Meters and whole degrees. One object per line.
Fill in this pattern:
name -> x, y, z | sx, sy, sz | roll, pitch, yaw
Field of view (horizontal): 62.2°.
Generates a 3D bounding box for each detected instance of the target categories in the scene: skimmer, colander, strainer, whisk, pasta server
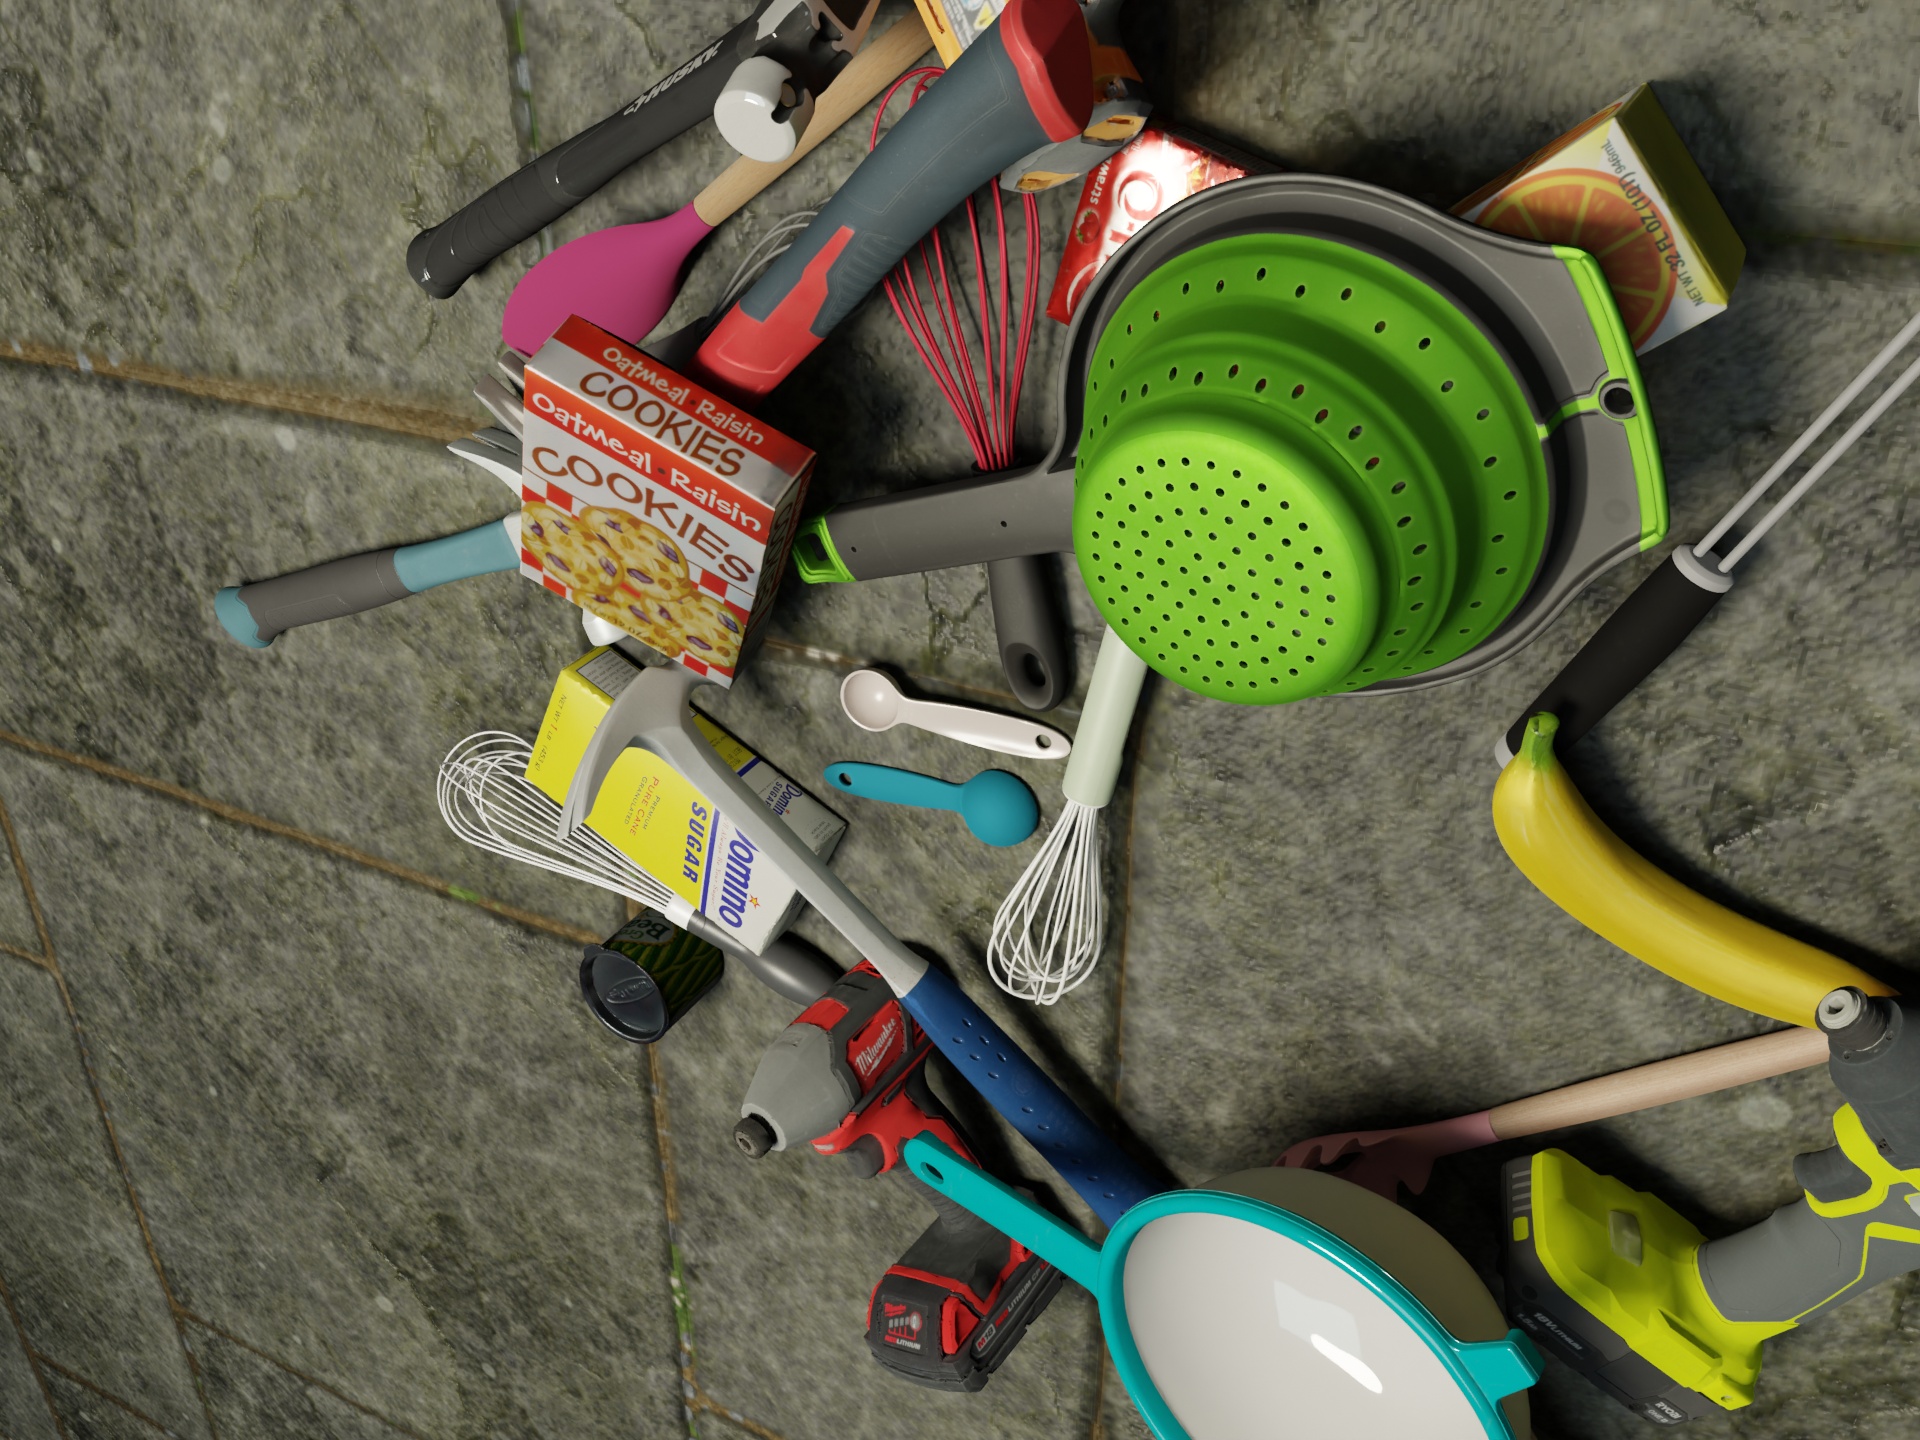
skimmer -> 0.306, -0.106, 0.551 | 0.127, 0.090, 0.363 | 40, 139, 12
colander -> 0.047, -0.069, 0.604 | 0.397, 0.094, 0.204 | -4, 122, 43
strainer -> 0.124, 0.262, 0.758 | 0.341, 0.095, 0.210 | 22, 127, 37
whisk -> 0.060, 0.042, 0.773 | 0.059, 0.058, 0.246 | 6, 121, -12
whisk -> 0.013, -0.131, 0.697 | 0.073, 0.073, 0.295 | 5, 124, 28
pasta server -> 0.270, 0.185, 0.725 | 0.316, 0.040, 0.060 | -29, 119, 37
whisk -> -0.120, -0.183, 0.754 | 0.239, 0.055, 0.055 | -16, 106, 41
whisk -> -0.190, 0.095, 0.942 | 0.284, 0.070, 0.070 | 30, 127, 8

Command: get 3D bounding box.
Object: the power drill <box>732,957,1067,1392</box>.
power drill -> -0.035, 0.251, 0.876 | 0.078, 0.143, 0.219 | -8, 114, 46

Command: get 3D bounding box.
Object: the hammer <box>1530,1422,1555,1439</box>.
hammer -> 0.329, 0.409, 0.813 | 0.359, 0.037, 0.149 | 34, 128, 11

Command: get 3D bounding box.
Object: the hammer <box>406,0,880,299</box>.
hammer -> -0.155, -0.257, 0.704 | 0.335, 0.146, 0.035 | -8, 142, 45

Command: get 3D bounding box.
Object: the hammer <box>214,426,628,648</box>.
hammer -> -0.334, -0.085, 0.941 | 0.331, 0.033, 0.128 | -8, 112, 34

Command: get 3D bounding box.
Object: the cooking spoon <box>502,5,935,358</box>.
cooking spoon -> -0.097, -0.241, 0.709 | 0.319, 0.068, 0.017 | -28, 56, 33

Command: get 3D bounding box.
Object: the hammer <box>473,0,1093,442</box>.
hammer -> -0.083, -0.176, 0.650 | 0.143, 0.038, 0.386 | 39, 148, -16

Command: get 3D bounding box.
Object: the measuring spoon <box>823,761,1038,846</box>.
measuring spoon -> -0.021, 0.042, 0.830 | 0.129, 0.021, 0.042 | 9, 120, 27

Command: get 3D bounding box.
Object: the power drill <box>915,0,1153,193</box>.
power drill -> 0.063, -0.318, 0.540 | 0.226, 0.084, 0.185 | -25, 89, 38

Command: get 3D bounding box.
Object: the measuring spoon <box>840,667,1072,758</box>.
measuring spoon -> -0.001, -0.003, 0.803 | 0.124, 0.018, 0.034 | 14, 120, 16

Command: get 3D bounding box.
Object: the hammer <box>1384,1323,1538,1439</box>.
hammer -> 0.333, 0.458, 0.792 | 0.146, 0.038, 0.410 | -23, 101, 36

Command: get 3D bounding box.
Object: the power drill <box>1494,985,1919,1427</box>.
power drill -> 0.338, 0.198, 0.651 | 0.171, 0.080, 0.223 | 37, 129, -13

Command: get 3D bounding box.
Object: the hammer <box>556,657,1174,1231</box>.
hammer -> -0.035, 0.132, 0.830 | 0.405, 0.144, 0.035 | 47, 142, -10
